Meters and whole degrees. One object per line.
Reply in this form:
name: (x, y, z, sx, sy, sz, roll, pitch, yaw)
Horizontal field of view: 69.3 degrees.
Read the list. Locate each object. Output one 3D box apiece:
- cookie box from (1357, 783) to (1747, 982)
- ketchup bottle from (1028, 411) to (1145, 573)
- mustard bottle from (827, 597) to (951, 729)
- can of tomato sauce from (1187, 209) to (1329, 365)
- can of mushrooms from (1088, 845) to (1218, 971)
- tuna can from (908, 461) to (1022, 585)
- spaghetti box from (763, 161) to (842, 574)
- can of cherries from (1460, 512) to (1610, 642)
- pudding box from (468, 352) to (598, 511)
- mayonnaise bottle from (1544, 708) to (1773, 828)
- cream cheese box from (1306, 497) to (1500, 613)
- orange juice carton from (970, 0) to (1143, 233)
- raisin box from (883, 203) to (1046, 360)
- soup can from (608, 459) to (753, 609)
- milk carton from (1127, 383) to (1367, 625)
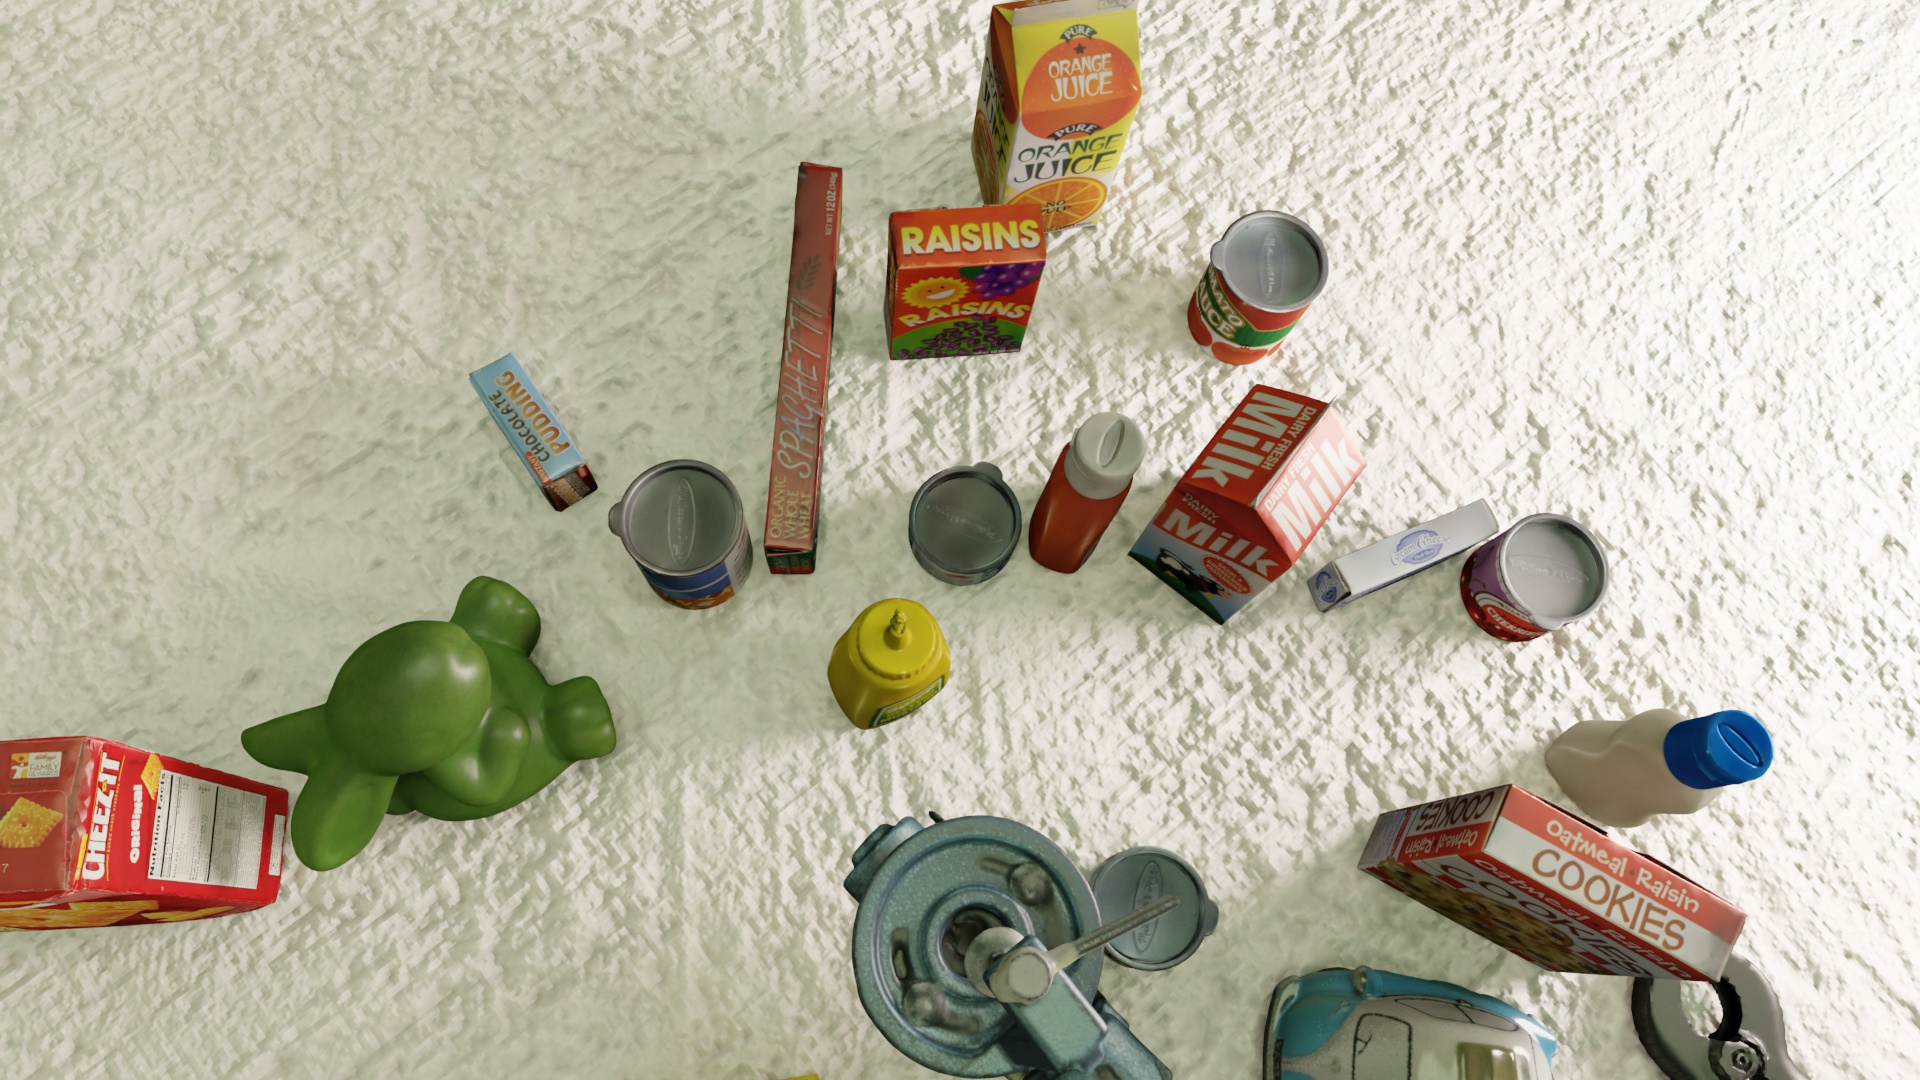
cookie box: (0.296, 0.178, 0.719, 0.123, 0.167, 0.040, 28, 74, 4)
ketchup bottle: (0.069, -0.029, 0.772, 0.043, 0.148, 0.065, 21, 74, 2)
mustard bottle: (-0.036, 0.062, 0.730, 0.065, 0.159, 0.049, -28, 78, -12)
can of tomato sauce: (0.178, -0.152, 0.851, 0.071, 0.083, 0.071, 1, 74, -4)
can of mushrooms: (0.104, 0.203, 0.766, 0.071, 0.033, 0.071, 1, 74, -4)
tuna can: (0.003, -0.010, 0.821, 0.071, 0.032, 0.071, 1, 74, -4)
spaghetti box: (-0.093, -0.104, 0.832, 0.029, 0.050, 0.250, 4, 73, -4)
can of cherries: (0.338, 0.025, 0.825, 0.071, 0.058, 0.071, 1, 74, -4)
pudding box: (-0.248, -0.063, 0.807, 0.030, 0.049, 0.084, -33, 79, -13)
mayonnaise bottle: (0.378, 0.121, 0.753, 0.041, 0.147, 0.065, -40, 81, -14)
cream cheese box: (0.262, 0.010, 0.826, 0.104, 0.053, 0.024, -22, 77, -10)
orange juice carton: (0.054, -0.256, 0.815, 0.072, 0.192, 0.073, -11, 75, -8)
raisin box: (0.000, -0.150, 0.815, 0.086, 0.123, 0.040, -4, 75, -6)
soup can: (-0.155, -0.002, 0.779, 0.071, 0.083, 0.071, 1, 74, -4)
milk carton: (0.155, -0.020, 0.754, 0.073, 0.190, 0.072, 38, 75, 6)
